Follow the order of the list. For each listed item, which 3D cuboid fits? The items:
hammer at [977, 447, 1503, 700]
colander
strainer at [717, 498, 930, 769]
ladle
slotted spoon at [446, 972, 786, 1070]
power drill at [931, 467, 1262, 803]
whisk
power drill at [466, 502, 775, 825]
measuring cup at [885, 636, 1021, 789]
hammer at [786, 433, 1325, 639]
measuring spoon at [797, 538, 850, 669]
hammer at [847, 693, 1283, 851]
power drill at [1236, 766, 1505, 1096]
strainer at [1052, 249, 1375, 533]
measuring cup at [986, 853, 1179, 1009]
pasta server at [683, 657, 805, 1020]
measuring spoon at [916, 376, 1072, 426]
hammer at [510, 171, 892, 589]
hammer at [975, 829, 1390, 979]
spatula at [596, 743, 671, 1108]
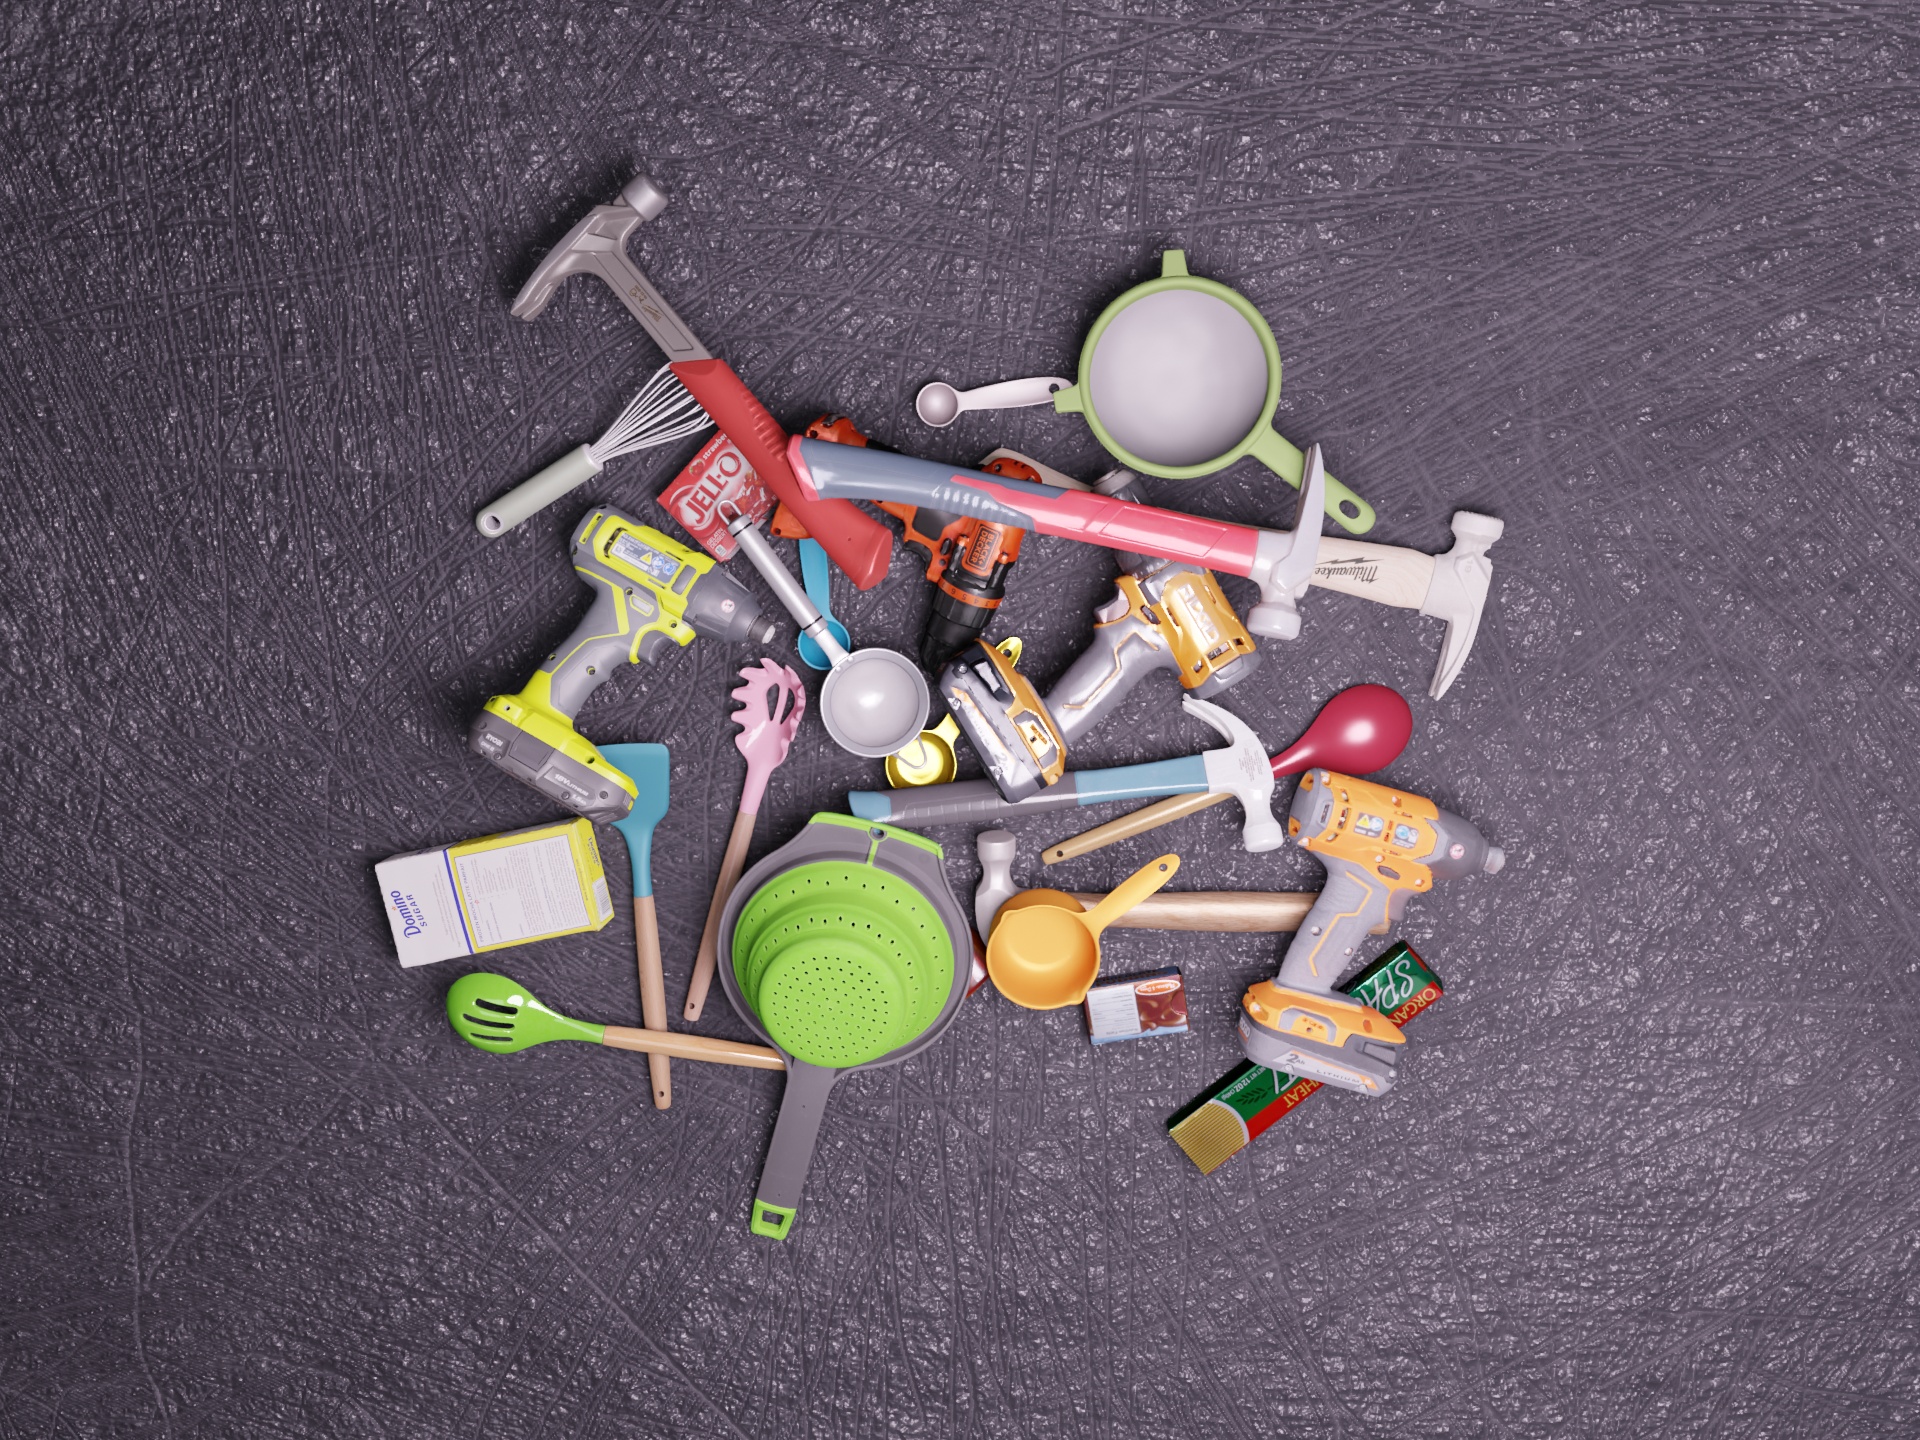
[{"bbox_3d":[0.202,-0.130,1.242,0.410,0.038,0.146,13,100,3],"label":"hammer"},{"bbox_3d":[-0.115,0.272,1.254,0.204,0.094,0.397,15,111,-2],"label":"colander"},{"bbox_3d":[-0.108,-0.068,1.246,0.087,0.050,0.258,-37,99,-4],"label":"strainer"},{"bbox_3d":[0.211,0.052,1.271,0.315,0.031,0.069,-23,93,9],"label":"ladle"},{"bbox_3d":[-0.267,0.261,1.310,0.313,0.031,0.070,10,107,-7],"label":"slotted spoon"},{"bbox_3d":[0.089,-0.064,1.195,0.226,0.084,0.185,-32,95,-4],"label":"power drill"},{"bbox_3d":[-0.286,-0.215,1.266,0.246,0.059,0.057,-30,112,12],"label":"whisk"},{"bbox_3d":[-0.265,-0.038,1.243,0.171,0.080,0.223,29,78,4],"label":"power drill"},{"bbox_3d":[-0.002,-0.004,1.283,0.062,0.029,0.156,38,89,-6],"label":"measuring cup"},{"bbox_3d":[0.068,-0.166,1.144,0.386,0.038,0.143,12,87,-3],"label":"hammer"},{"bbox_3d":[-0.115,-0.104,1.283,0.042,0.021,0.128,-7,88,-5],"label":"measuring spoon"},{"bbox_3d":[0.077,0.056,1.244,0.331,0.033,0.128,-7,71,2],"label":"hammer"},{"bbox_3d":[0.314,0.164,1.219,0.164,0.084,0.226,15,95,-2],"label":"power drill"},{"bbox_3d":[0.206,-0.224,1.210,0.256,0.069,0.151,38,92,0],"label":"strainer"},{"bbox_3d":[0.097,0.150,1.236,0.173,0.052,0.095,-38,102,9],"label":"measuring cup"},{"bbox_3d":[-0.185,0.101,1.302,0.060,0.040,0.316,19,100,14],"label":"pasta server"},{"bbox_3d":[0.027,-0.254,1.253,0.124,0.018,0.034,-8,97,-1],"label":"measuring spoon"},{"bbox_3d":[-0.182,-0.234,1.193,0.149,0.036,0.359,-42,81,12],"label":"hammer"},{"bbox_3d":[0.177,0.155,1.277,0.331,0.031,0.130,1,106,2],"label":"hammer"},{"bbox_3d":[-0.264,0.173,1.314,0.082,0.044,0.317,-4,98,0],"label":"spatula"}]
